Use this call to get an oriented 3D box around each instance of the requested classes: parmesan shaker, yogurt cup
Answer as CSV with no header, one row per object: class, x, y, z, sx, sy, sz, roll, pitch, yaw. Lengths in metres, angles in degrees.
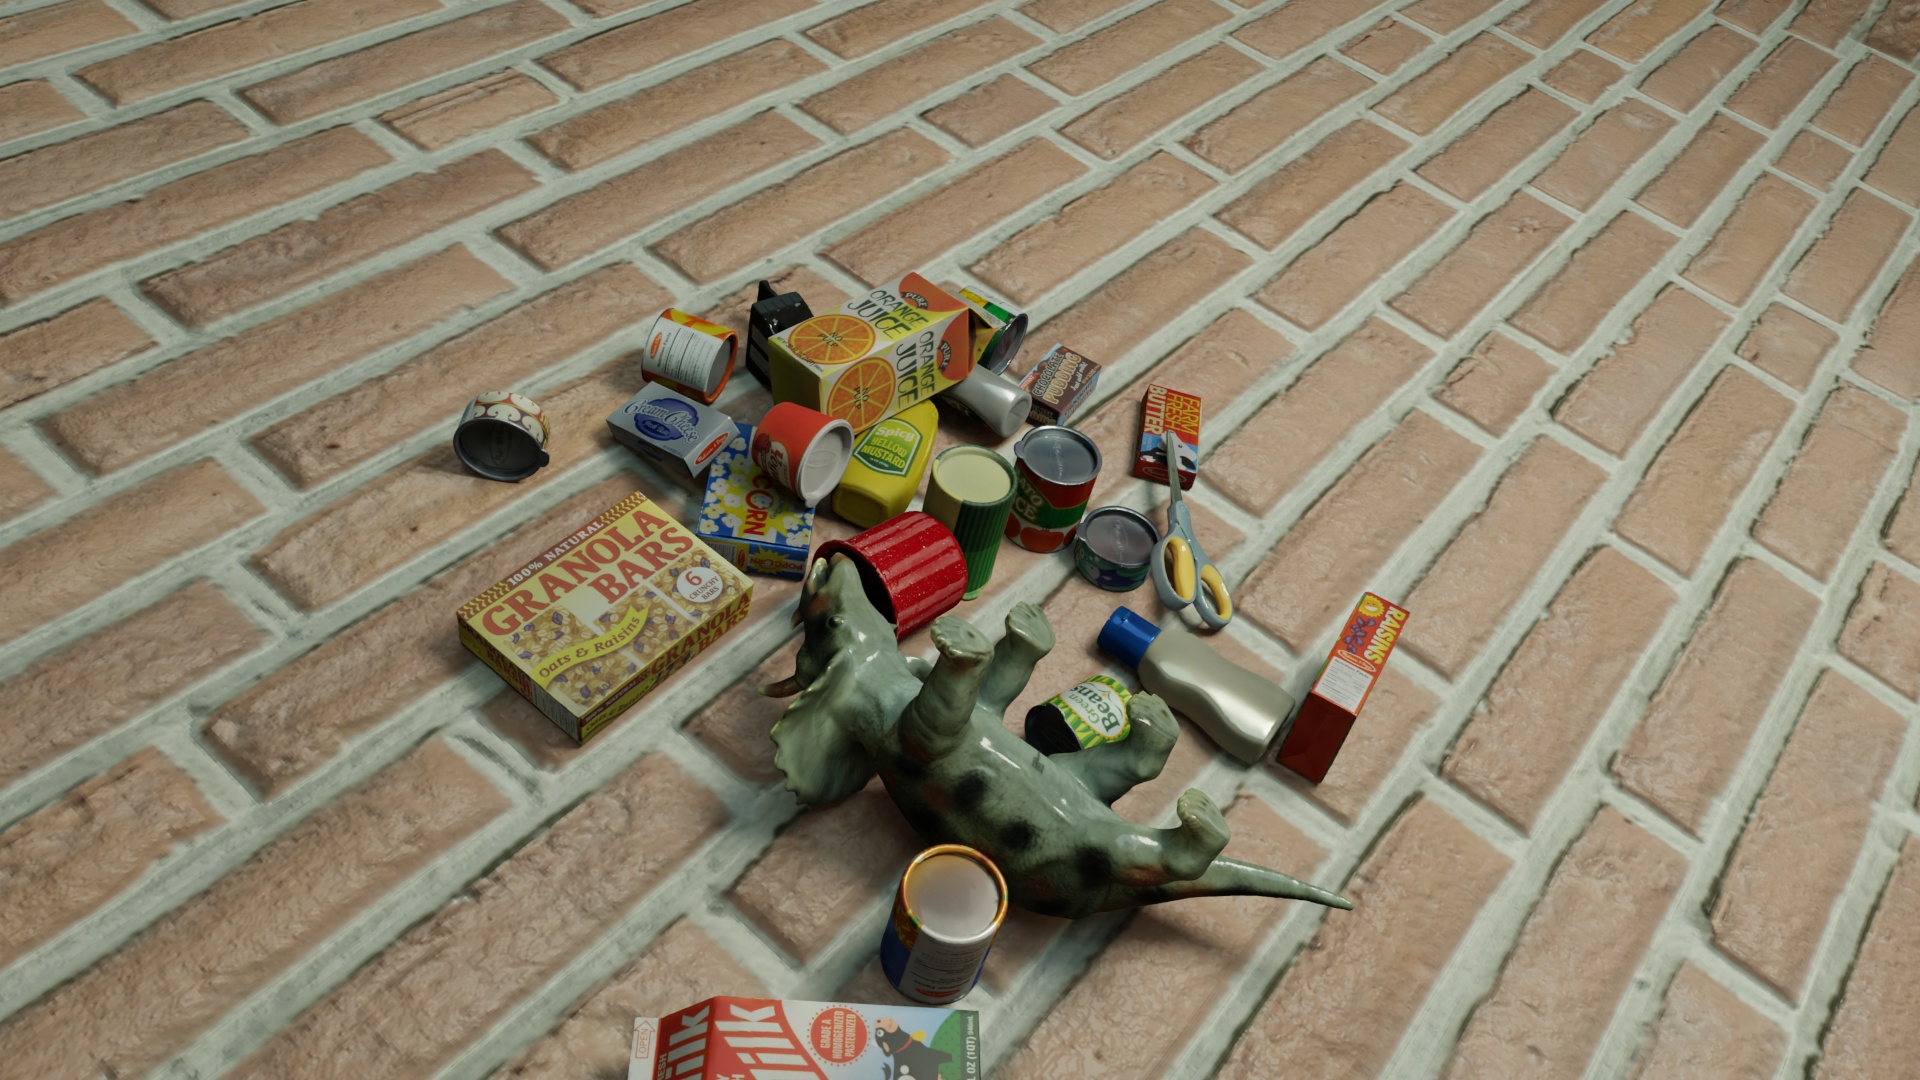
parmesan shaker,0.004,-0.013,1.060,0.071,0.102,0.072,7,47,-8
yogurt cup,-0.121,-0.070,1.055,0.054,0.072,0.073,27,47,21

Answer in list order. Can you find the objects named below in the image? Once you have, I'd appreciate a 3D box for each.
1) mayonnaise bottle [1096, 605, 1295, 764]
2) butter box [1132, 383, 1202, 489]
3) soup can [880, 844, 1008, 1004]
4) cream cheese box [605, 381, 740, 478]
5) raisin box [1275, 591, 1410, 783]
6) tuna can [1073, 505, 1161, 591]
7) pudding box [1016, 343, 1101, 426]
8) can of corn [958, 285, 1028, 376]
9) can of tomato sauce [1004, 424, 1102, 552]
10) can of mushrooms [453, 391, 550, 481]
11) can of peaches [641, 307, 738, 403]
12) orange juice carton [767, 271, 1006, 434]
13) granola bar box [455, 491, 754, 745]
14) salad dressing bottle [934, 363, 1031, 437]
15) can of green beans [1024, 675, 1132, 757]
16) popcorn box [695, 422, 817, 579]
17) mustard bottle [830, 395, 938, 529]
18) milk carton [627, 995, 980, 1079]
mayonnaise bottle,0.173,0.103,1.041,0.148,0.041,0.065,33,48,17
butter box,0.185,-0.093,1.231,0.053,0.024,0.104,14,47,-2
soup can,-0.011,0.231,0.847,0.071,0.083,0.072,7,47,-8
cream cheese box,-0.227,-0.088,1.094,0.104,0.024,0.053,25,60,36
raisin box,0.284,0.108,1.032,0.040,0.085,0.124,28,48,18
tuna can,0.124,0.006,1.120,0.071,0.032,0.071,7,47,-8
pudding box,0.085,-0.137,1.242,0.050,0.030,0.084,30,48,14
can of corn,0.018,-0.185,1.247,0.058,0.070,0.071,31,49,15
can of tomato sauce,0.069,-0.041,1.115,0.071,0.082,0.071,7,47,-8
can of mushrooms,-0.346,-0.079,1.057,0.071,0.070,0.034,8,46,-7
can of peaches,-0.224,-0.154,1.157,0.058,0.070,0.071,20,47,5
orange juice carton,-0.057,-0.157,1.135,0.193,0.072,0.072,-30,51,-29
granola bar box,-0.248,0.051,0.982,0.124,0.038,0.166,36,50,17
salad dressing bottle,-0.009,-0.142,1.209,0.148,0.044,0.064,32,6,24
can of green beans,0.088,0.135,0.972,0.058,0.070,0.071,-23,58,-31
popcorn box,-0.155,-0.032,1.082,0.085,0.038,0.127,8,47,-6
mustard bottle,-0.054,-0.078,1.141,0.065,0.048,0.161,22,47,3
milk carton,-0.088,0.303,0.770,0.191,0.073,0.073,6,48,-9
